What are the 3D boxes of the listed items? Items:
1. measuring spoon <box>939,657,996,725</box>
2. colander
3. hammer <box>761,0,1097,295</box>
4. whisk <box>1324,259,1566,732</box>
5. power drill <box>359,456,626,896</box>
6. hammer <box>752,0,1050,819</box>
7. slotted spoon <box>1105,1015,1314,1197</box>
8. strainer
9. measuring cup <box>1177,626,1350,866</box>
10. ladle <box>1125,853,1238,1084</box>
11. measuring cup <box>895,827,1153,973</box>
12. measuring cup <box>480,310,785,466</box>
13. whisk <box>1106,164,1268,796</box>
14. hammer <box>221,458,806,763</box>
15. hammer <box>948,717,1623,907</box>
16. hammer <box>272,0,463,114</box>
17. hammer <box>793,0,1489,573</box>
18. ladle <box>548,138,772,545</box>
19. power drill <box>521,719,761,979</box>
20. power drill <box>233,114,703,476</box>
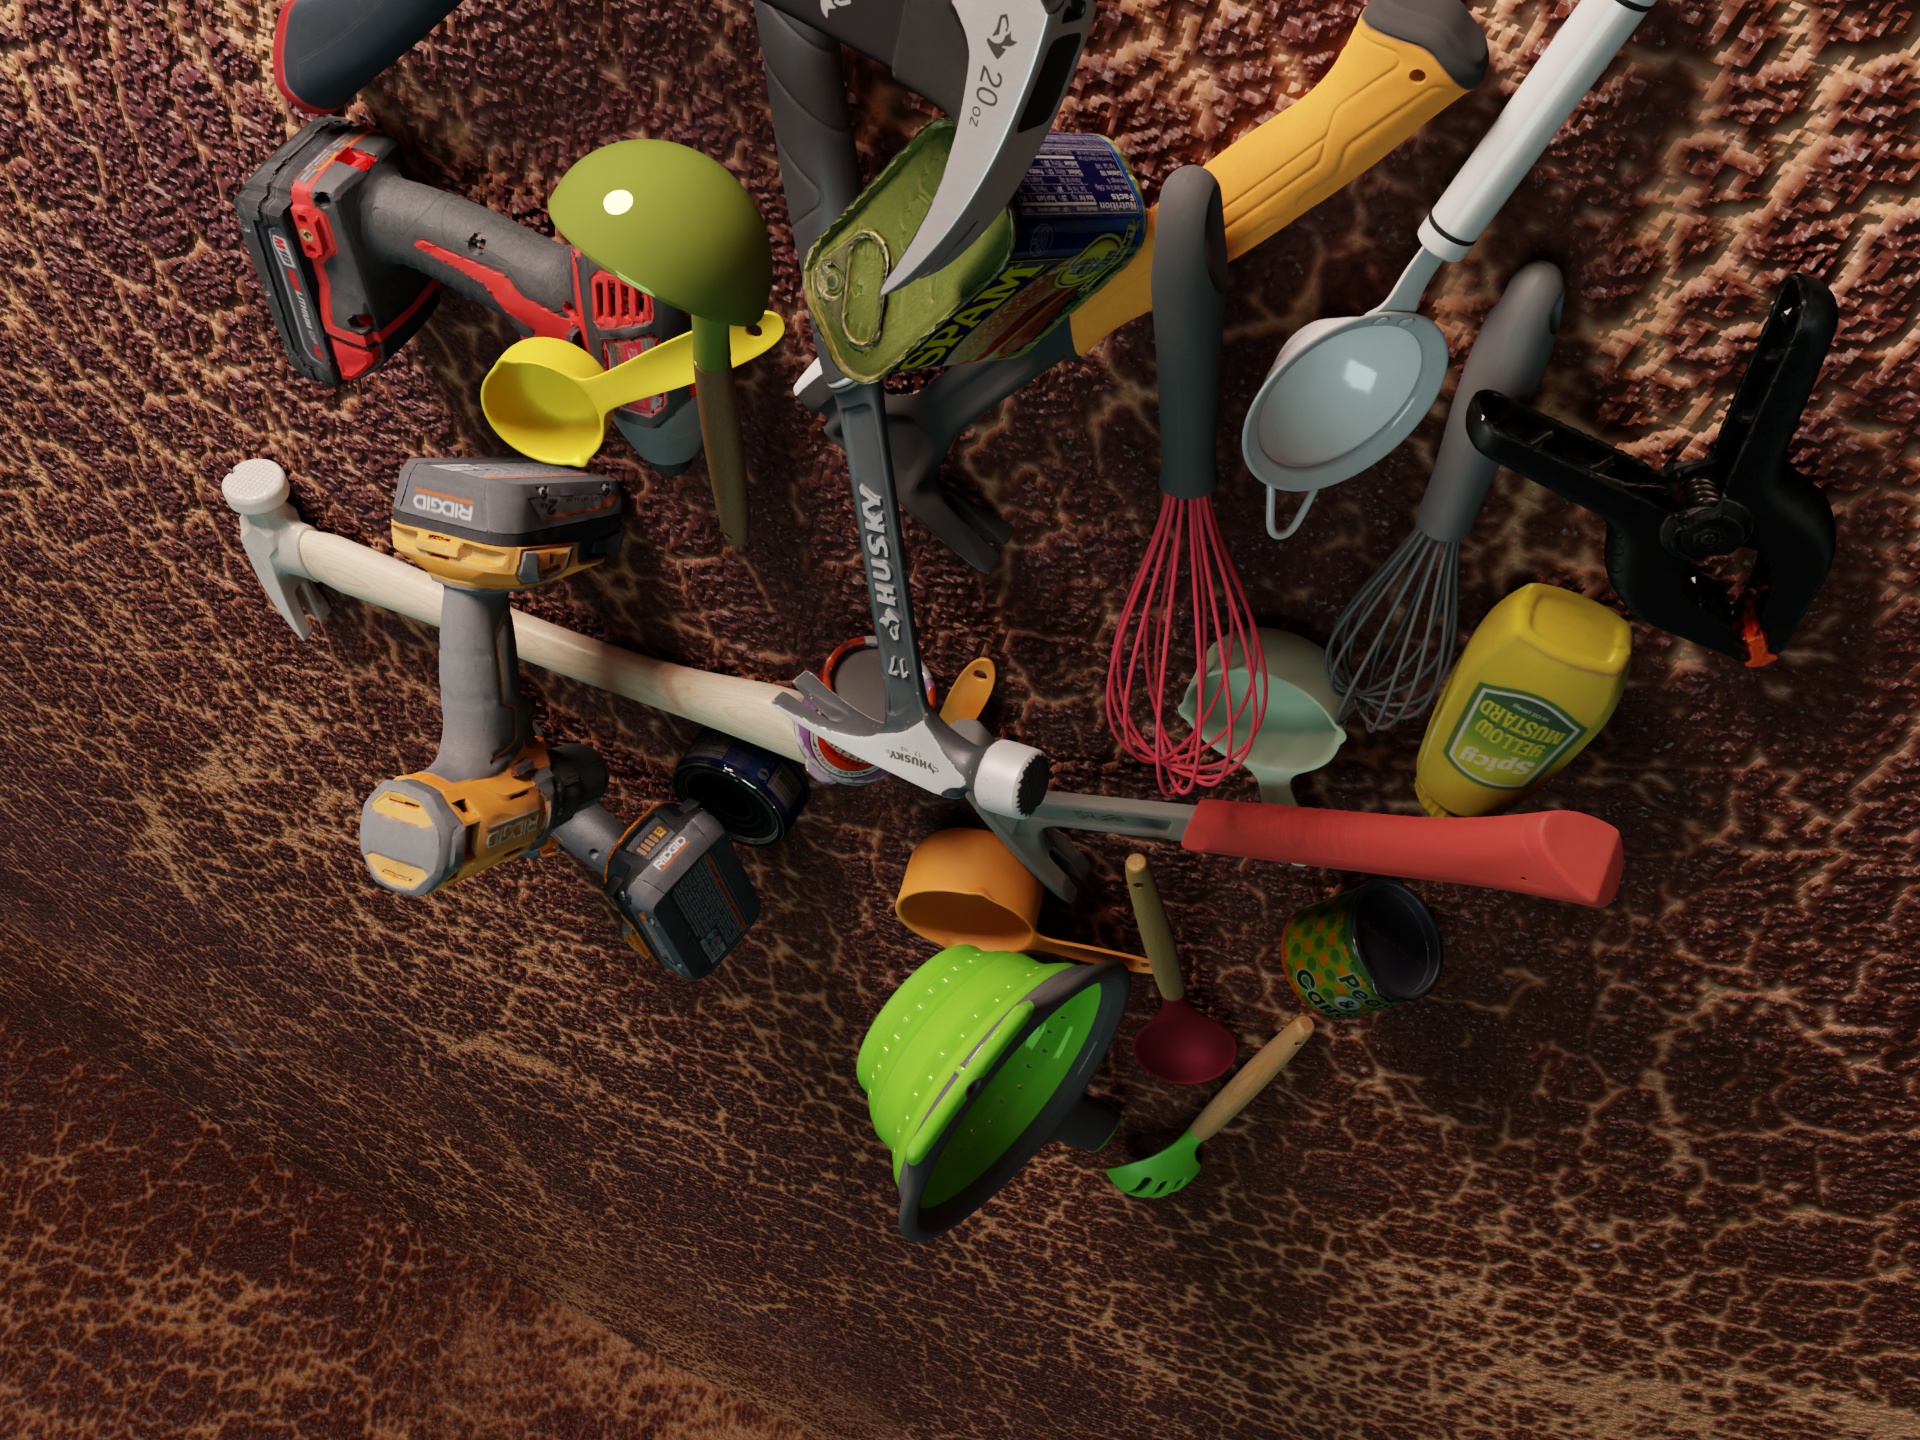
[{"bbox_3d":[-0.001,-0.003,0.907,0.021,0.011,0.116,29,141,0],"label":"measuring spoon"},{"bbox_3d":[0.028,0.229,1.035,0.095,0.204,0.396,36,175,24],"label":"colander"},{"bbox_3d":[-0.107,-0.266,0.518,0.335,0.035,0.146,33,133,18],"label":"hammer"},{"bbox_3d":[0.193,-0.080,0.644,0.055,0.055,0.238,20,139,12],"label":"whisk"},{"bbox_3d":[-0.247,-0.029,0.889,0.084,0.185,0.226,14,104,17],"label":"power drill"},{"bbox_3d":[-0.046,-0.135,0.689,0.149,0.036,0.408,16,132,29],"label":"hammer"},{"bbox_3d":[0.175,0.278,1.112,0.070,0.031,0.313,4,144,-15],"label":"slotted spoon"},{"bbox_3d":[0.167,-0.166,0.560,0.086,0.050,0.258,-4,148,-28],"label":"strainer"},{"bbox_3d":[0.162,0.015,0.796,0.083,0.038,0.167,9,147,28],"label":"measuring cup"},{"bbox_3d":[0.123,0.152,0.948,0.069,0.031,0.315,-6,148,11],"label":"ladle"},{"bbox_3d":[0.048,0.114,0.986,0.173,0.052,0.095,15,149,-4],"label":"measuring cup"},{"bbox_3d":[-0.140,-0.156,0.696,0.156,0.029,0.062,-13,132,25],"label":"measuring cup"},{"bbox_3d":[0.092,-0.080,0.642,0.073,0.073,0.295,13,136,21],"label":"whisk"},{"bbox_3d":[-0.273,-0.047,1.012,0.411,0.038,0.146,20,145,12],"label":"hammer"},{"bbox_3d":[0.151,0.061,0.800,0.359,0.037,0.149,3,145,45],"label":"hammer"},{"bbox_3d":[-0.152,-0.299,0.590,0.386,0.038,0.143,-10,112,45],"label":"hammer"},{"bbox_3d":[0.067,-0.166,0.633,0.127,0.034,0.337,43,142,-18],"label":"hammer"},{"bbox_3d":[-0.107,-0.127,0.647,0.078,0.062,0.320,36,165,5],"label":"ladle"},{"bbox_3d":[-0.251,0.065,1.062,0.227,0.084,0.164,28,153,28],"label":"power drill"},{"bbox_3d":[-0.216,-0.196,0.758,0.220,0.079,0.143,17,143,10],"label":"power drill"}]
